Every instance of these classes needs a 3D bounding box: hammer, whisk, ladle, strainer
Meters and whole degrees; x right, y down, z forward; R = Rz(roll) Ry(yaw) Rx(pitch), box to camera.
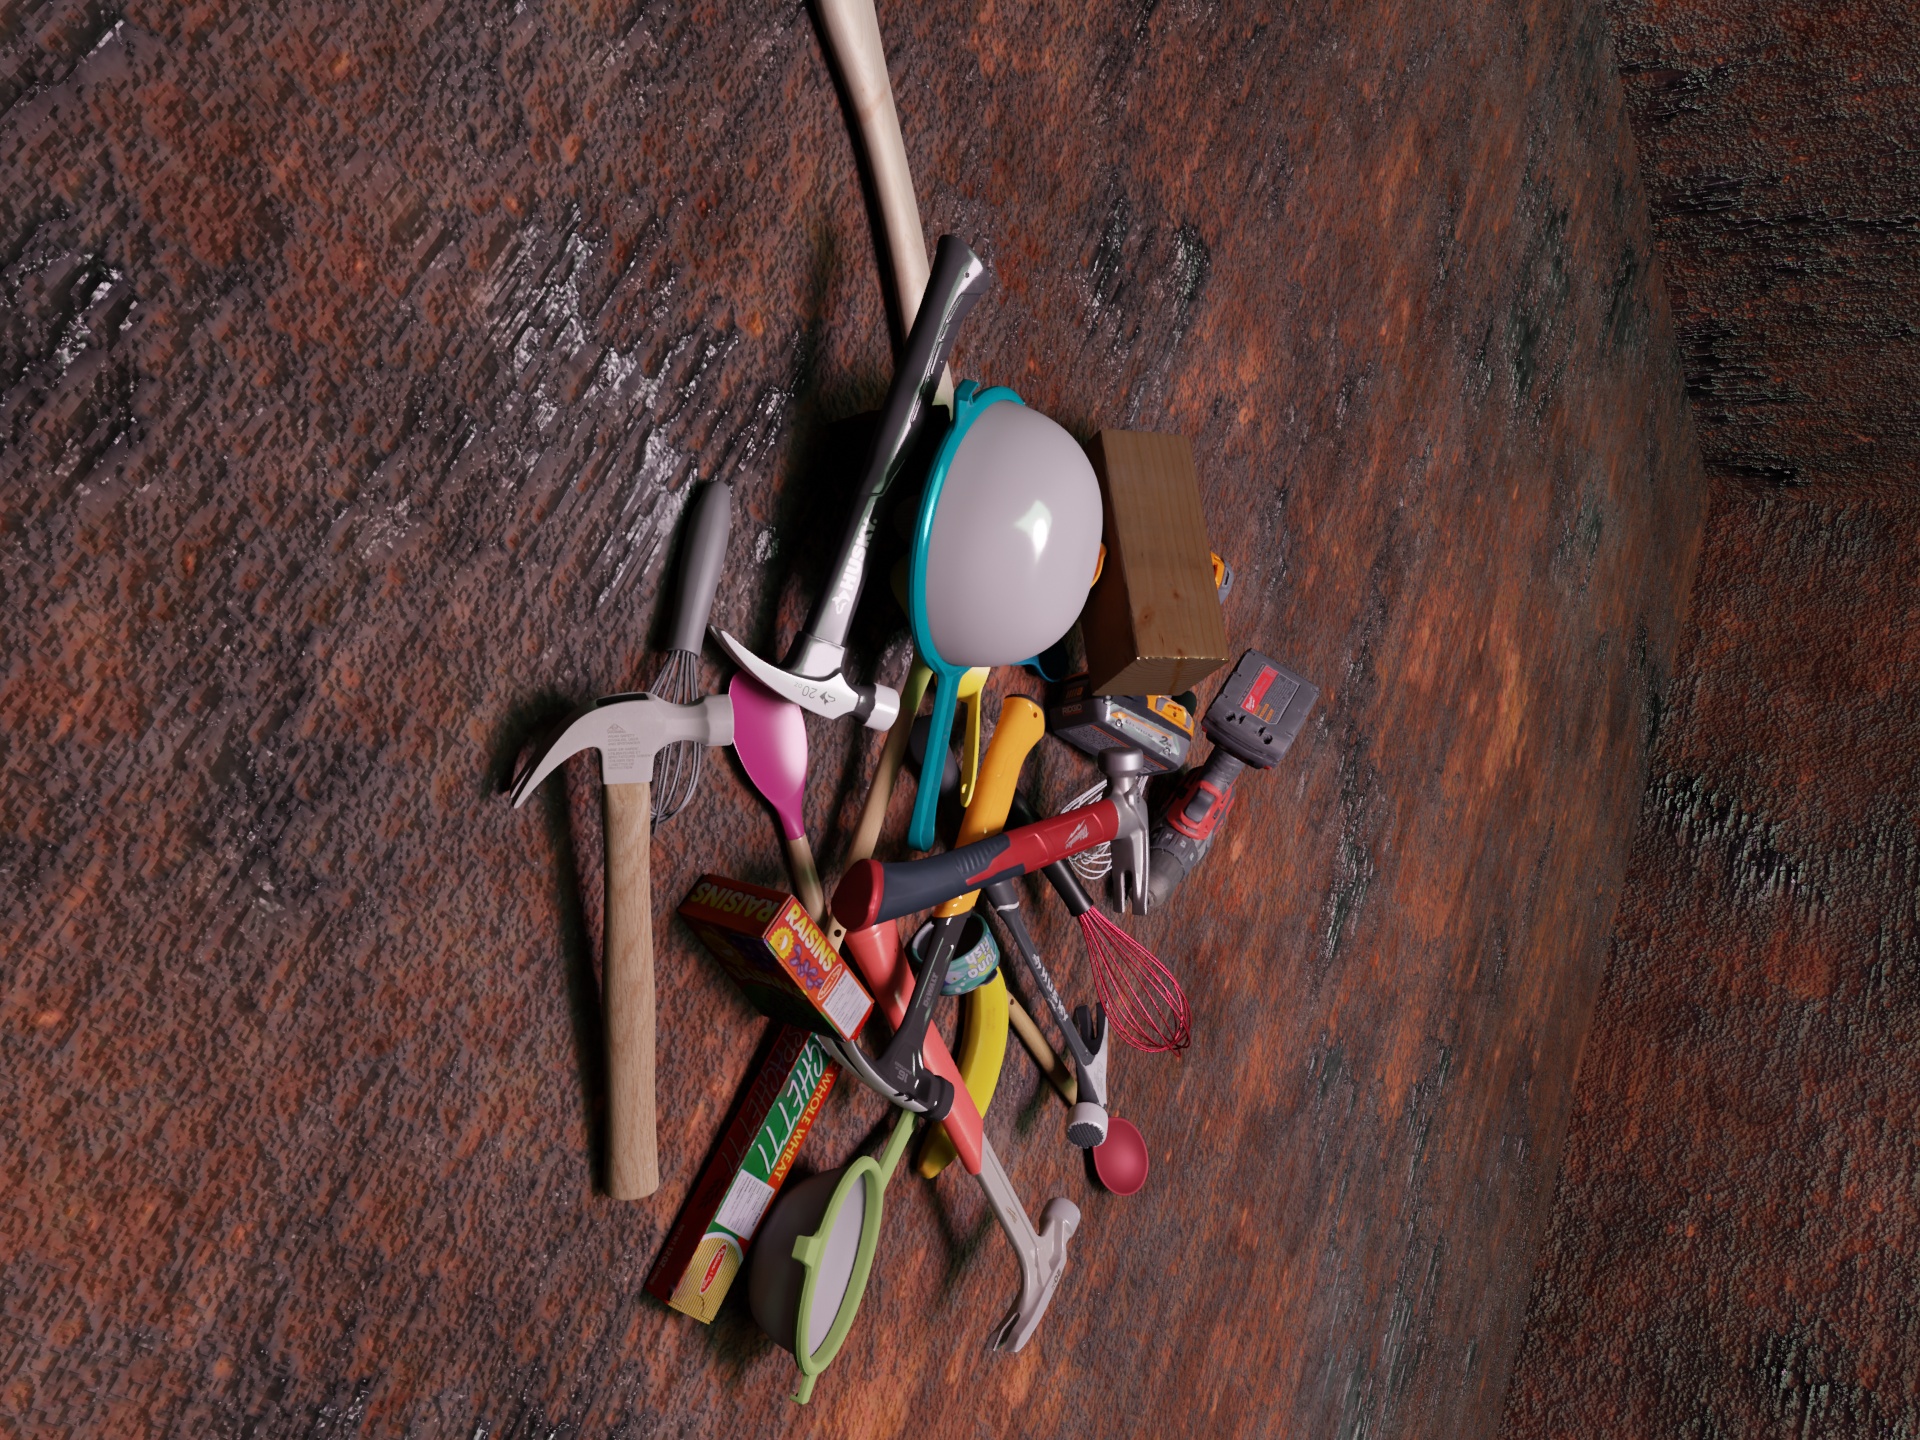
[{"bbox_3d":[-0.208,0.145,0.981,0.130,0.031,0.331,-2,106,-18],"label":"hammer"},{"bbox_3d":[-0.059,-0.168,1.083,0.146,0.035,0.335,19,93,-30],"label":"hammer"},{"bbox_3d":[0.038,0.116,1.199,0.386,0.038,0.143,-12,101,-54],"label":"hammer"},{"bbox_3d":[-0.178,-0.044,1.027,0.055,0.055,0.239,28,67,-51],"label":"whisk"},{"bbox_3d":[0.048,0.167,1.337,0.149,0.036,0.408,-75,145,-56],"label":"hammer"},{"bbox_3d":[0.116,0.179,1.386,0.295,0.073,0.073,57,48,-14],"label":"whisk"},{"bbox_3d":[-0.053,0.018,1.192,0.078,0.062,0.320,22,77,-23],"label":"ladle"},{"bbox_3d":[0.100,0.339,1.458,0.315,0.031,0.069,58,47,-37],"label":"ladle"},{"bbox_3d":[0.035,-0.064,1.138,0.211,0.095,0.340,0,102,-69],"label":"strainer"},{"bbox_3d":[-0.007,0.310,1.238,0.149,0.037,0.359,-49,120,-51],"label":"hammer"},{"bbox_3d":[0.164,0.051,1.494,0.285,0.070,0.070,-48,130,-45],"label":"whisk"},{"bbox_3d":[-0.096,0.356,1.173,0.256,0.069,0.151,-56,153,-60],"label":"strainer"},{"bbox_3d":[-0.035,-0.348,1.193,0.146,0.038,0.410,-37,122,-47],"label":"hammer"},{"bbox_3d":[-0.004,0.122,1.206,0.127,0.034,0.337,43,56,-39],"label":"hammer"}]

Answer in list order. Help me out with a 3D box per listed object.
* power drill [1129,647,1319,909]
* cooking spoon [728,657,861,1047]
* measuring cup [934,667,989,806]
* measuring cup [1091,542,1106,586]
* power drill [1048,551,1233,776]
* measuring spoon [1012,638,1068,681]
[{"bbox_3d":[0.234,0.063,1.489,0.188,0.080,0.226,-50,168,-45],"label":"power drill"},{"bbox_3d":[-0.114,0.106,1.149,0.069,0.017,0.318,-36,121,-46],"label":"cooking spoon"},{"bbox_3d":[-0.002,-0.004,1.229,0.029,0.062,0.157,18,53,-21],"label":"measuring cup"},{"bbox_3d":[0.062,-0.167,1.332,0.095,0.052,0.174,-3,66,-17],"label":"measuring cup"},{"bbox_3d":[0.155,-0.082,1.433,0.164,0.084,0.227,29,65,-29],"label":"power drill"},{"bbox_3d":[0.043,-0.056,1.351,0.128,0.021,0.042,3,84,-45],"label":"measuring spoon"}]
